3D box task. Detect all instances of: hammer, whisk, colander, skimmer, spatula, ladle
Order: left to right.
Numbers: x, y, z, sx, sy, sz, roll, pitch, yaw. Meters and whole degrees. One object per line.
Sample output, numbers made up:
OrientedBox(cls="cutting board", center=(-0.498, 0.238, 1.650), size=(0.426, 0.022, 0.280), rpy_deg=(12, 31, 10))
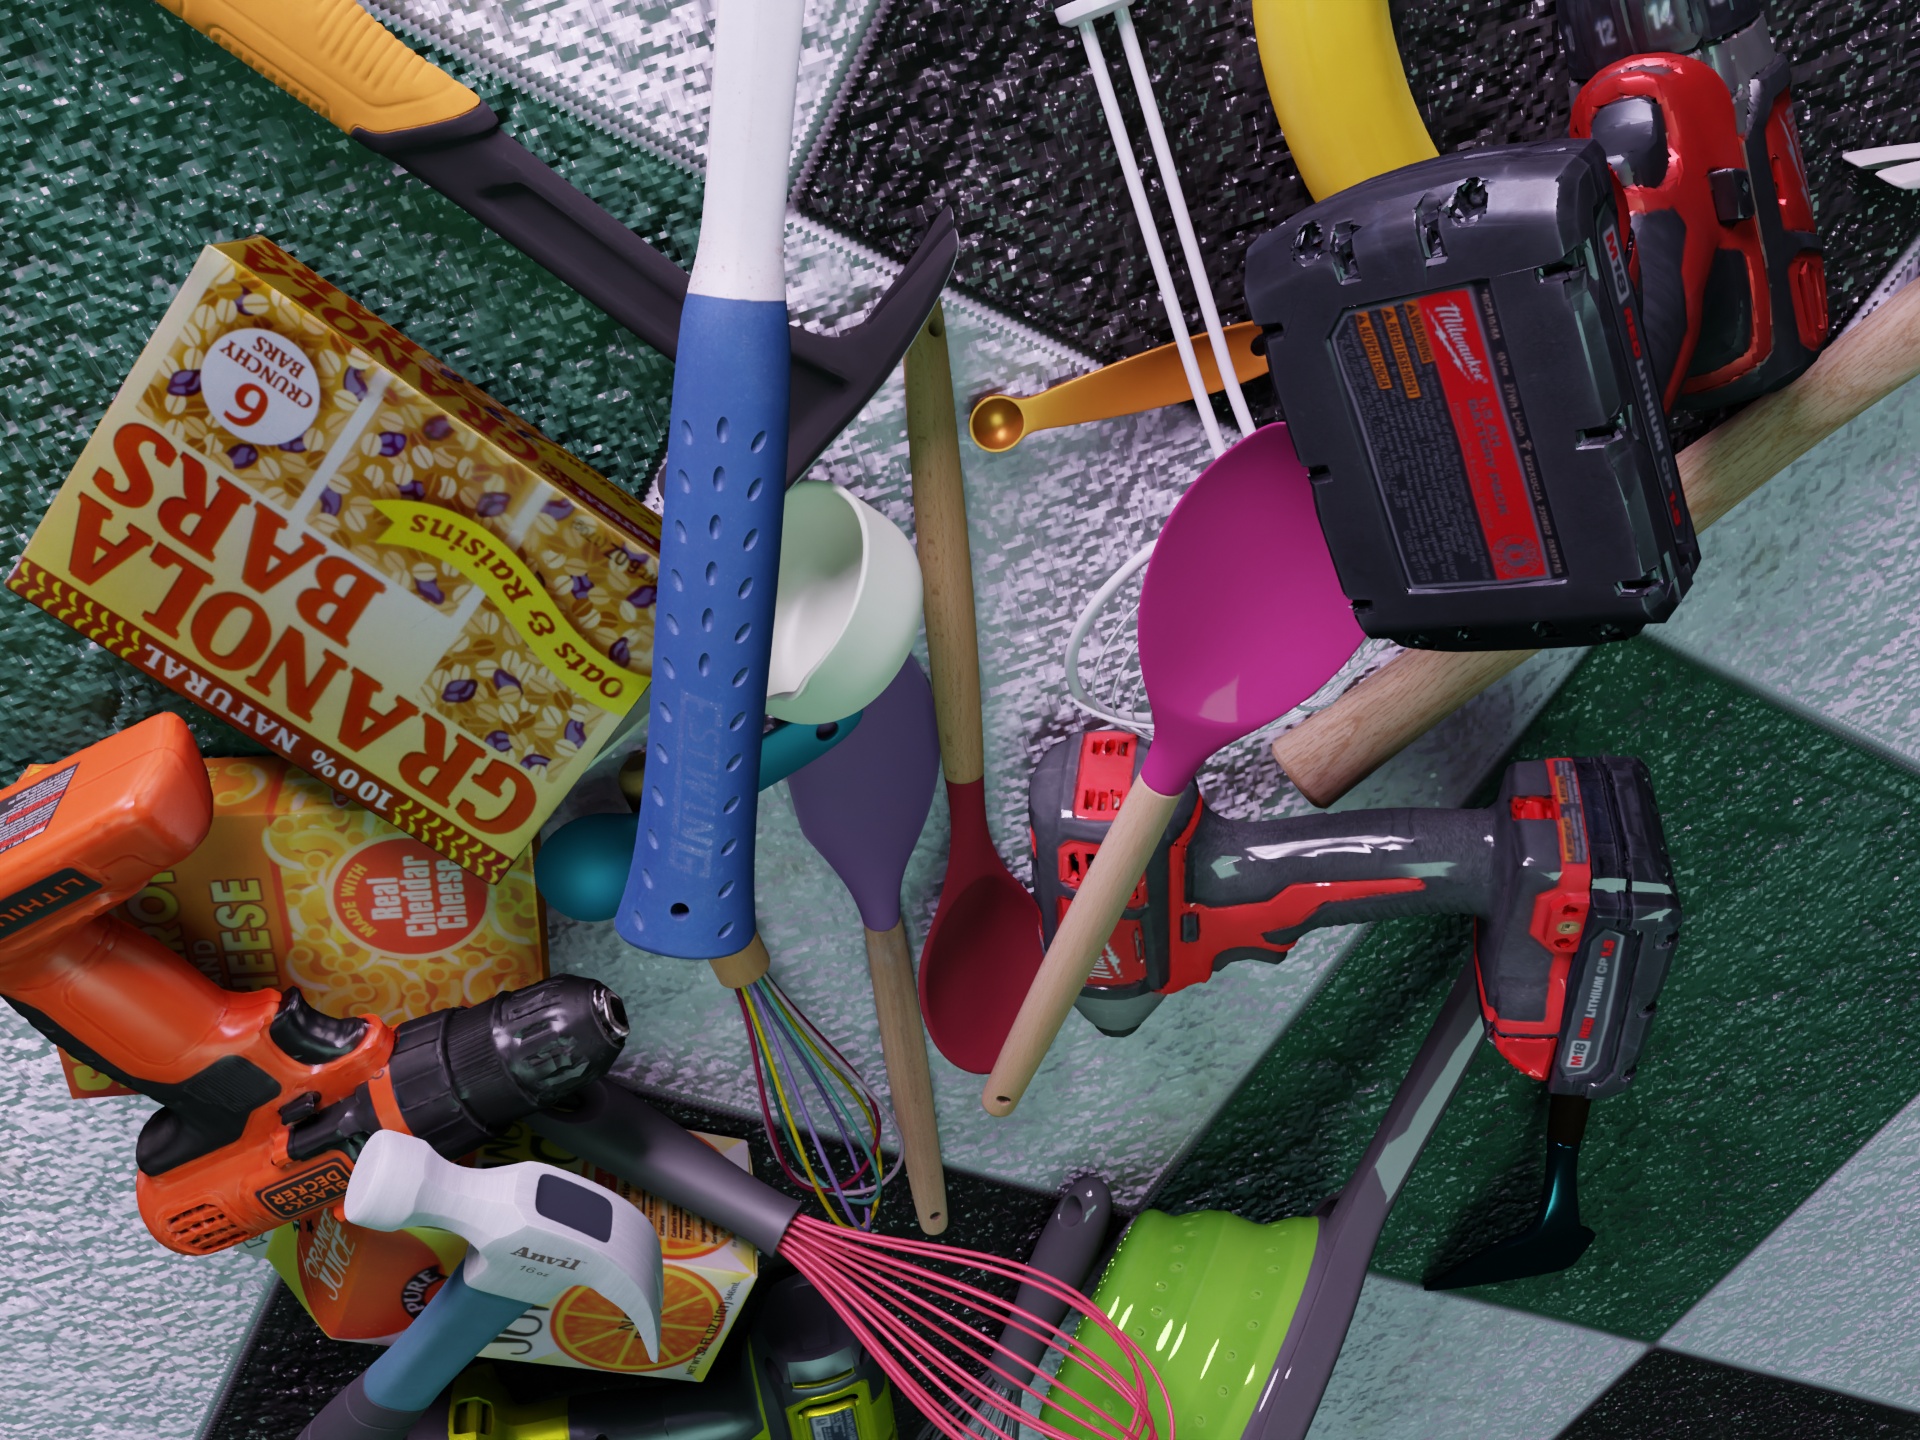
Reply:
OrientedBox(cls="hammer", center=(-0.159, -0.179, 0.418), size=(0.336, 0.034, 0.127), rpy_deg=(33, 118, -26))
OrientedBox(cls="hammer", center=(-0.221, 0.260, 0.610), size=(0.128, 0.033, 0.331), rpy_deg=(25, 127, -25))
OrientedBox(cls="hammer", center=(-0.051, -0.121, 0.414), size=(0.144, 0.035, 0.405), rpy_deg=(5, 112, -8))
OrientedBox(cls="whisk", center=(-0.077, 0.112, 0.628), size=(0.047, 0.051, 0.244), rpy_deg=(-40, 125, -30))
OrientedBox(cls="whisk", center=(-0.051, 0.207, 0.615), size=(0.296, 0.073, 0.073), rpy_deg=(28, 118, 8))
OrientedBox(cls="spatula", center=(-0.026, 0.099, 0.638), size=(0.059, 0.018, 0.315), rpy_deg=(-15, 124, -13))
OrientedBox(cls="ladle", center=(-0.001, -0.002, 0.570), size=(0.069, 0.031, 0.315), rpy_deg=(-30, 128, -35))
OrientedBox(cls="whisk", center=(0.024, 0.313, 0.773), size=(0.055, 0.055, 0.239), rpy_deg=(13, 114, -18))
OrientedBox(cls="skimmer", center=(0.051, -0.150, 0.478), size=(0.127, 0.090, 0.363), rpy_deg=(-23, 112, -4))
OrientedBox(cls="colander", center=(0.132, 0.217, 0.699), size=(0.094, 0.204, 0.397), rpy_deg=(27, 100, 12))
OrientedBox(cls="spatula", center=(0.278, 0.166, 0.740), size=(0.082, 0.044, 0.317), rpy_deg=(-6, 119, -7))
OrientedBox(cls="hammer", center=(0.253, -0.077, 0.571), size=(0.331, 0.031, 0.130), rpy_deg=(-38, 122, 14))

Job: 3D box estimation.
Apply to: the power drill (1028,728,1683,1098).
OrientedBox(cls="power drill", center=(0.136, 0.074, 0.592), size=(0.219, 0.079, 0.143), rpy_deg=(3, 132, 10))

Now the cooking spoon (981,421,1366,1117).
OrientedBox(cls="cooking spoon", center=(0.057, 0.037, 0.524), size=(0.068, 0.017, 0.318), rpy_deg=(15, 130, -7))

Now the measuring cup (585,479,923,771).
OrientedBox(cls="measuring cup", center=(-0.078, -0.014, 0.536), size=(0.167, 0.083, 0.038), rpy_deg=(-33, 142, 30))

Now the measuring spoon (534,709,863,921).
OrientedBox(cls="measuring spoon", center=(-0.087, 0.032, 0.550), size=(0.128, 0.021, 0.042), rpy_deg=(-31, 131, -4))

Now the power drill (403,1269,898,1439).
OrientedBox(cls="power drill", center=(-0.140, 0.352, 0.746), size=(0.223, 0.080, 0.171), rpy_deg=(-11, 124, -8))

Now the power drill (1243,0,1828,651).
OrientedBox(cls="power drill", center=(0.165, -0.142, 0.419), size=(0.080, 0.227, 0.187), rpy_deg=(-1, 122, 43))

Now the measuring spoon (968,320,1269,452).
OrientedBox(cls="measuring spoon", center=(0.058, -0.113, 0.525), size=(0.117, 0.011, 0.021), rpy_deg=(-17, 122, -4))
